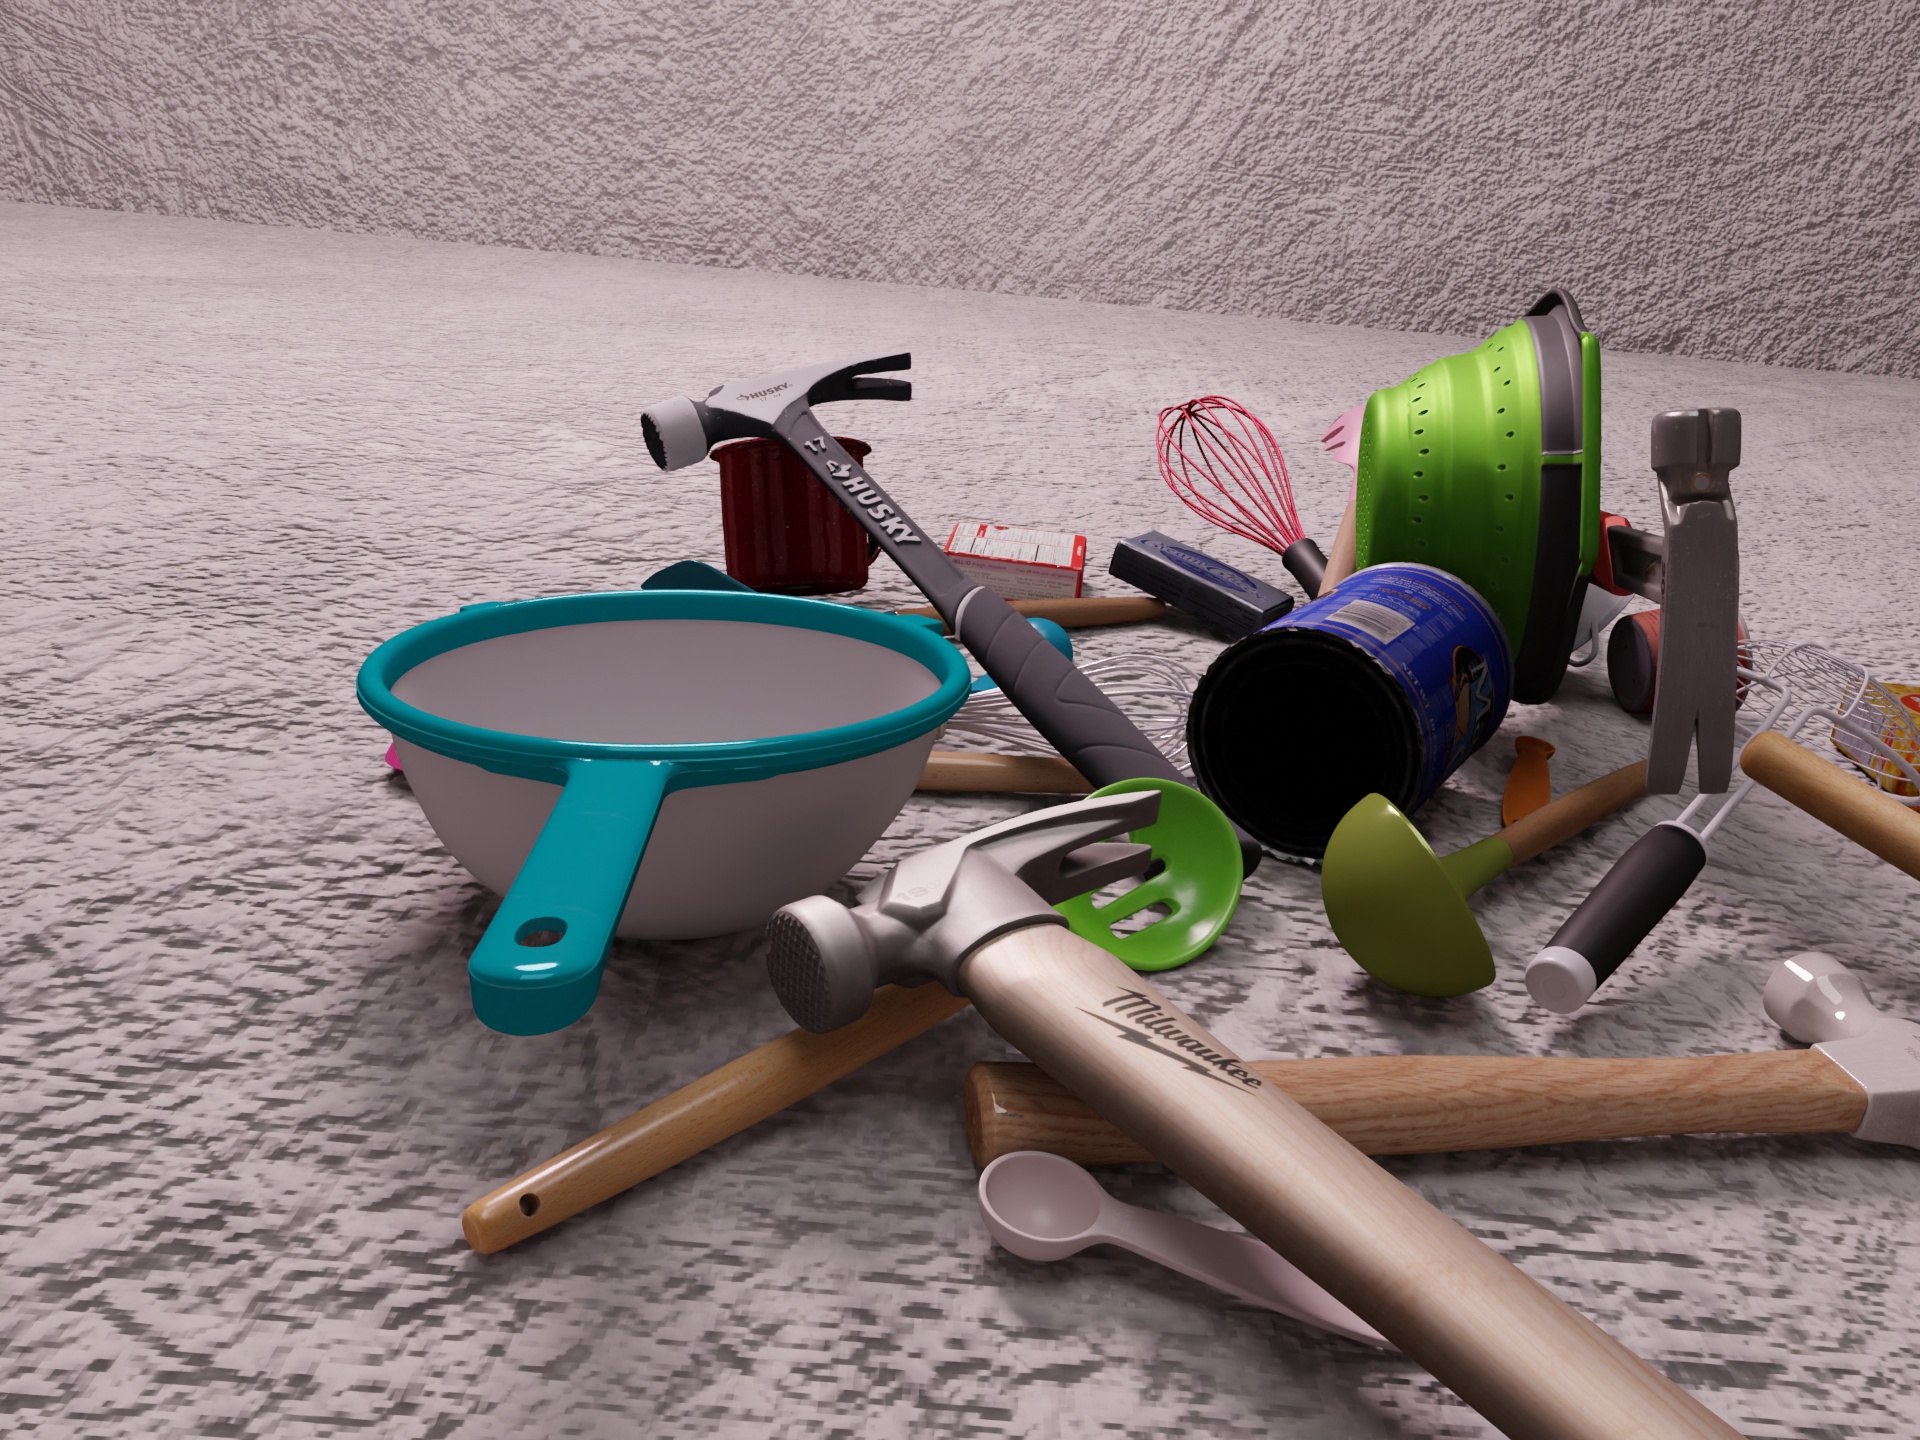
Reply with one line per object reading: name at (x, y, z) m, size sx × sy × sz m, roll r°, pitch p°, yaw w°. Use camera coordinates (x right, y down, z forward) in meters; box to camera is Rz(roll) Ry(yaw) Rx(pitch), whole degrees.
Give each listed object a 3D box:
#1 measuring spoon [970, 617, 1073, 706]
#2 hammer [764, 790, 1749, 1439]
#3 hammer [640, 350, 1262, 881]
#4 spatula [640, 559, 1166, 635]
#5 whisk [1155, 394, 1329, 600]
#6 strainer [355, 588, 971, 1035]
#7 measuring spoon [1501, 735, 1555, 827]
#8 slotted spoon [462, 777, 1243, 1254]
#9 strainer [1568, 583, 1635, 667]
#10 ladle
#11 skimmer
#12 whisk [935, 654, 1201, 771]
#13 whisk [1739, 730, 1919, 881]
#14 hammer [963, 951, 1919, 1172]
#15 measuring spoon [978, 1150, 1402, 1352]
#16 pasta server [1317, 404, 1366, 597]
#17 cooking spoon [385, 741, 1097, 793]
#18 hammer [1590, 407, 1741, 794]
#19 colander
measuring spoon at (0.027, -0.033, 0.845) m, size 0.042 × 0.021 × 0.128 m, roll 13°, pitch 21°, yaw 18°
hammer at (0.124, 0.134, 0.368) m, size 0.146 × 0.038 × 0.411 m, roll -17°, pitch 36°, yaw -35°
hammer at (-0.001, -0.062, 0.743) m, size 0.149 × 0.036 × 0.409 m, roll -23°, pitch 49°, yaw -22°
spatula at (-0.015, -0.067, 0.891) m, size 0.317 × 0.044 × 0.082 m, roll -5°, pitch -4°, yaw -30°
whisk at (0.196, -0.112, 0.970) m, size 0.073 × 0.073 × 0.296 m, roll -4°, pitch 42°, yaw -23°
strainer at (-0.101, 0.040, 0.513) m, size 0.211 × 0.095 × 0.340 m, roll 2°, pitch 19°, yaw -3°
measuring spoon at (0.269, 0.034, 0.756) m, size 0.021 × 0.011 × 0.117 m, roll 16°, pitch 27°, yaw 17°
slotted spoon at (-0.015, 0.088, 0.506) m, size 0.313 × 0.070 × 0.031 m, roll -21°, pitch -11°, yaw -42°
strainer at (0.369, -0.068, 0.974) m, size 0.050 × 0.087 × 0.258 m, roll 54°, pitch 22°, yaw 6°
ladle at (0.243, 0.044, 0.659) m, size 0.320 × 0.062 × 0.078 m, roll -13°, pitch 68°, yaw -48°
skimmer at (0.320, 0.050, 0.685) m, size 0.127 × 0.090 × 0.363 m, roll 35°, pitch 43°, yaw 27°
whisk at (-0.001, -0.002, 0.737) m, size 0.246 × 0.059 × 0.057 m, roll 0°, pitch -15°, yaw -4°
whisk at (0.389, 0.077, 0.566) m, size 0.051 × 0.047 × 0.245 m, roll 1°, pitch 31°, yaw -45°
hammer at (0.166, 0.117, 0.483) m, size 0.331 × 0.031 × 0.130 m, roll 1°, pitch 21°, yaw -11°
measuring spoon at (0.063, 0.145, 0.416) m, size 0.124 × 0.018 × 0.034 m, roll 17°, pitch 26°, yaw 10°
pasta server at (0.221, -0.101, 0.912) m, size 0.060 × 0.040 × 0.316 m, roll 27°, pitch 44°, yaw 1°
cooking spoon at (-0.083, 0.019, 0.690) m, size 0.319 × 0.017 × 0.069 m, roll 2°, pitch 21°, yaw -7°
hammer at (0.311, -0.074, 0.772) m, size 0.037 × 0.149 × 0.359 m, roll 0°, pitch 10°, yaw 11°
colander at (0.263, -0.106, 0.880) m, size 0.094 × 0.204 × 0.397 m, roll 1°, pitch -3°, yaw 10°
